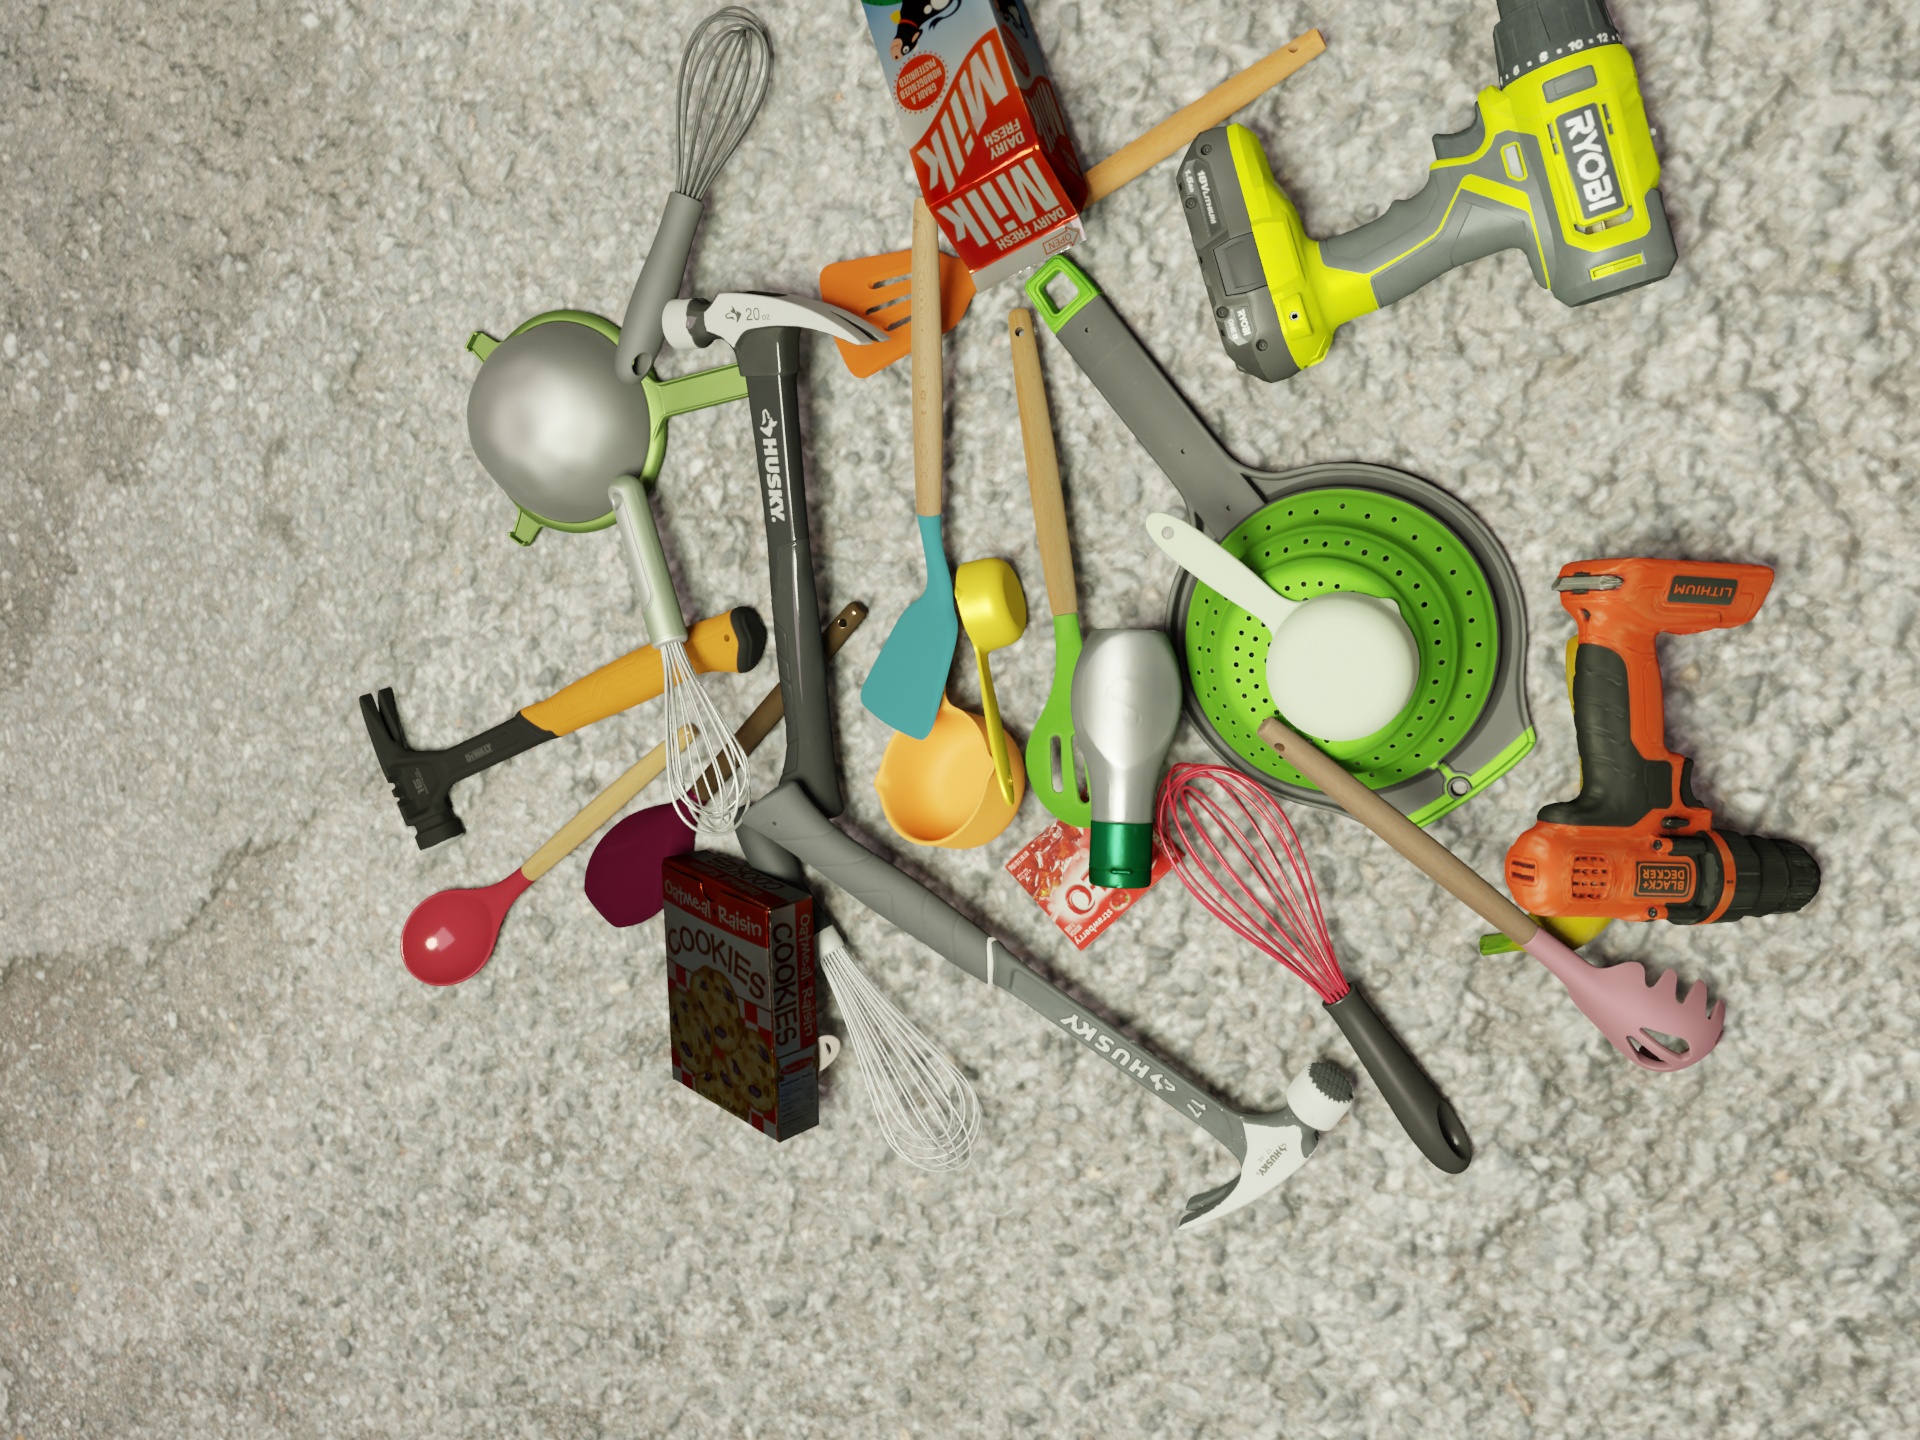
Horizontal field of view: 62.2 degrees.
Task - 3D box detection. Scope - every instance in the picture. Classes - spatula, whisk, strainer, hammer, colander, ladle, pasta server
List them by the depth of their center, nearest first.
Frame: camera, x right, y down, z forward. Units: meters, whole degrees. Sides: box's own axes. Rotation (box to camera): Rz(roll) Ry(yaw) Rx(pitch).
[{"bbox_3d":[0.286,0.095,0.860,0.316,0.040,0.060,38,128,-5],"label":"pasta server"},{"bbox_3d":[0.155,-0.104,0.891,0.204,0.094,0.397,-40,85,24],"label":"colander"},{"bbox_3d":[0.059,-0.302,0.915,0.322,0.041,0.081,-26,73,27],"label":"spatula"},{"bbox_3d":[0.213,0.146,0.940,0.073,0.073,0.296,-35,92,24],"label":"whisk"},{"bbox_3d":[-0.027,-0.148,0.954,0.082,0.044,0.317,30,127,51],"label":"spatula"},{"bbox_3d":[-0.172,-0.324,0.990,0.055,0.055,0.239,22,97,17],"label":"whisk"},{"bbox_3d":[-0.102,-0.098,0.997,0.146,0.035,0.334,5,109,29],"label":"hammer"},{"bbox_3d":[0.035,0.166,1.000,0.409,0.036,0.149,34,120,7],"label":"hammer"},{"bbox_3d":[-0.188,-0.044,1.037,0.058,0.059,0.246,-23,83,51],"label":"whisk"},{"bbox_3d":[-0.230,-0.205,1.043,0.256,0.069,0.151,-8,98,25],"label":"strainer"},{"bbox_3d":[-0.075,0.178,1.068,0.070,0.070,0.285,-37,80,24],"label":"whisk"},{"bbox_3d":[-0.282,-0.014,1.124,0.337,0.034,0.127,-21,93,25],"label":"hammer"},{"bbox_3d":[-0.299,0.096,1.158,0.315,0.031,0.069,-38,85,22],"label":"ladle"}]

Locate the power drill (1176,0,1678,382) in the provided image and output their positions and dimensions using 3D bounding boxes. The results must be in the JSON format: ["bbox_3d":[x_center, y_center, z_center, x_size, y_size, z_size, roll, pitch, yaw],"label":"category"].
[{"bbox_3d":[0.237,-0.289,0.832,0.228,0.080,0.190,-15,94,22],"label":"power drill"}]

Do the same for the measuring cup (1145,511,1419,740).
[{"bbox_3d":[0.160,-0.054,0.823,0.167,0.038,0.083,38,112,8],"label":"measuring cup"}]

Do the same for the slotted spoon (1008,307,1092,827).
[{"bbox_3d":[0.056,-0.089,0.950,0.070,0.031,0.314,-8,93,13],"label":"slotted spoon"}]

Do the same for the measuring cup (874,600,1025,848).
[{"bbox_3d":[-0.002,-0.003,1.007,0.095,0.052,0.174,-11,71,37],"label":"measuring cup"}]

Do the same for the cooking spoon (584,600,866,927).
[{"bbox_3d":[-0.165,0.033,1.093,0.069,0.017,0.319,47,114,8],"label":"cooking spoon"}]

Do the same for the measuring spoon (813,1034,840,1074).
[{"bbox_3d":[-0.110,0.239,1.093,0.124,0.018,0.034,-40,71,45],"label":"measuring spoon"}]

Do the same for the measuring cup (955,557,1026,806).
[{"bbox_3d":[0.028,-0.026,0.959,0.029,0.062,0.157,-15,71,19],"label":"measuring cup"}]
